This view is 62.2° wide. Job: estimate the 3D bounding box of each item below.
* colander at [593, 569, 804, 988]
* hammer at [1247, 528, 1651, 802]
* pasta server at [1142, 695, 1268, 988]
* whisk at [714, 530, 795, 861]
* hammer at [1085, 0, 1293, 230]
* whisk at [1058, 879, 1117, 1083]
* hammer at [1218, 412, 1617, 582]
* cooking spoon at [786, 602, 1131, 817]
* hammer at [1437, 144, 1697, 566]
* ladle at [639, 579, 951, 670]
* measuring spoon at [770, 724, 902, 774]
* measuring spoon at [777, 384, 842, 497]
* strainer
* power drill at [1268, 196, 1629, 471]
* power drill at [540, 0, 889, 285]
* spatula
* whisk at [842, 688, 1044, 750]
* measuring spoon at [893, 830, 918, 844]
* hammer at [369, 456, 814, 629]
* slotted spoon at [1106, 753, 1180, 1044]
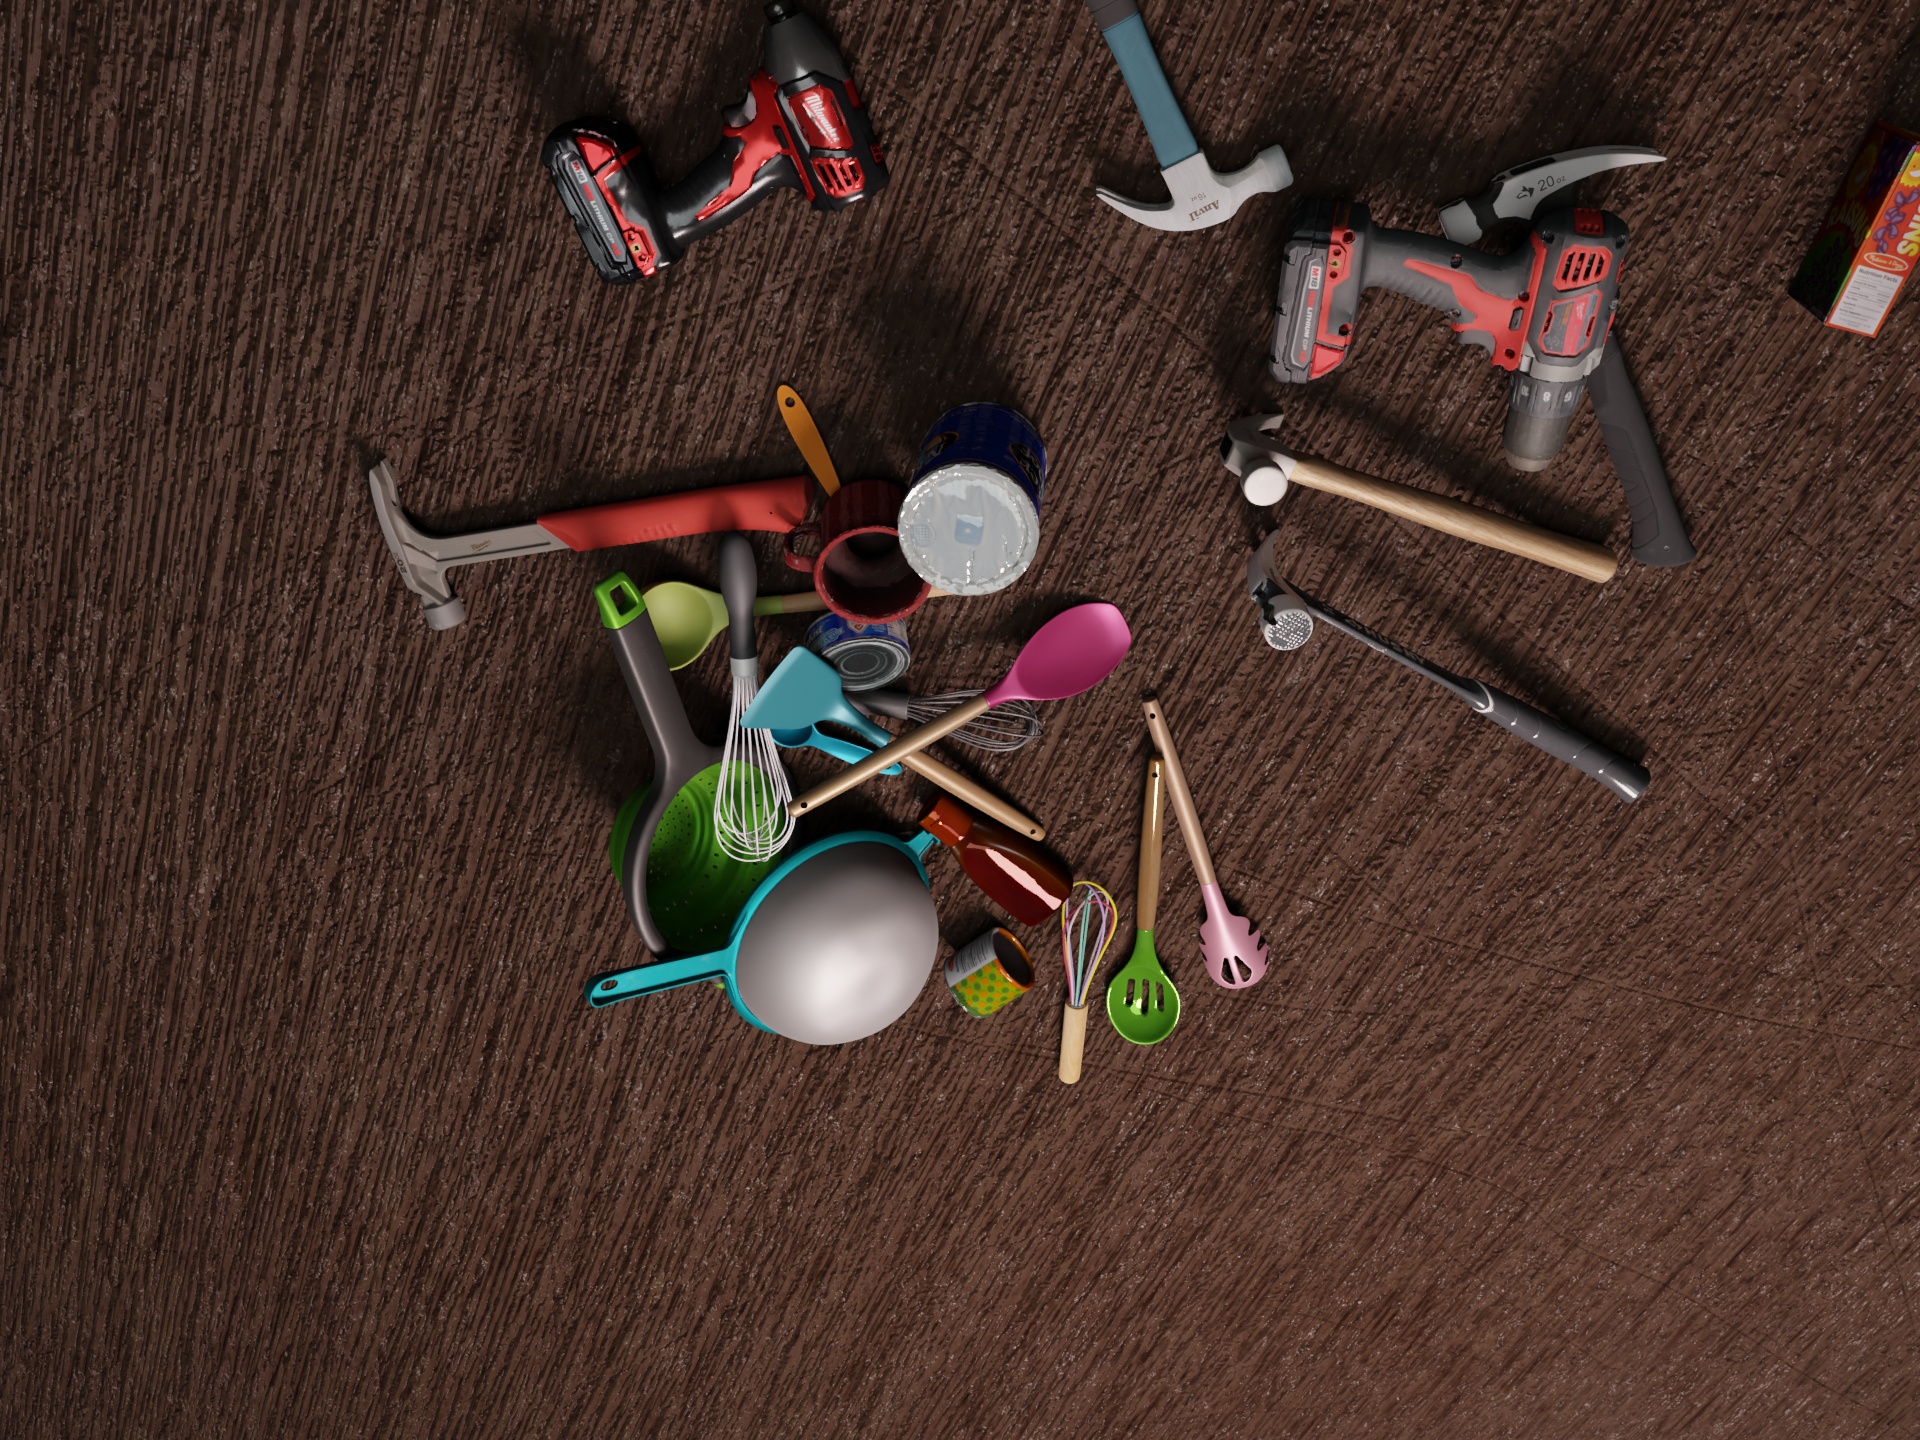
[{"bbox_3d":[-0.255,0.044,1.346,0.094,0.204,0.396,13,132,36],"label":"colander"},{"bbox_3d":[0.393,-0.030,1.266,0.408,0.149,0.036,25,120,-19],"label":"hammer"},{"bbox_3d":[0.212,0.115,1.410,0.060,0.040,0.316,-15,113,14],"label":"pasta server"},{"bbox_3d":[-0.173,-0.015,1.299,0.070,0.070,0.284,1,110,6],"label":"whisk"},{"bbox_3d":[0.103,-0.487,1.074,0.128,0.033,0.330,-23,114,17],"label":"hammer"},{"bbox_3d":[0.113,0.249,1.487,0.047,0.051,0.244,2,123,-1],"label":"whisk"},{"bbox_3d":[0.347,-0.162,1.199,0.331,0.130,0.031,14,121,-15],"label":"hammer"},{"bbox_3d":[-0.002,-0.004,1.308,0.319,0.017,0.068,-30,108,-4],"label":"cooking spoon"},{"bbox_3d":[0.478,-0.256,1.163,0.146,0.035,0.334,-23,115,18],"label":"hammer"},{"bbox_3d":[-0.121,-0.094,1.310,0.320,0.062,0.078,-6,119,7],"label":"ladle"},{"bbox_3d":[-0.109,0.017,1.397,0.128,0.021,0.042,22,125,-17],"label":"measuring spoon"},{"bbox_3d":[-0.115,-0.215,1.267,0.021,0.011,0.116,-22,111,14],"label":"measuring spoon"},{"bbox_3d":[-0.145,0.215,1.354,0.340,0.095,0.211,-8,120,-37],"label":"strainer"},{"bbox_3d":[0.337,-0.272,1.121,0.227,0.080,0.187,9,130,11],"label":"power drill"},{"bbox_3d":[-0.174,-0.408,1.127,0.219,0.079,0.143,-17,116,12],"label":"power drill"},{"bbox_3d":[-0.042,0.035,1.339,0.317,0.044,0.082,32,102,-29],"label":"spatula"},{"bbox_3d":[-0.047,-0.010,1.355,0.239,0.055,0.055,8,120,6],"label":"whisk"},{"bbox_3d":[-0.093,0.128,1.459,0.124,0.018,0.034,-27,112,12],"label":"measuring spoon"},{"bbox_3d":[-0.296,-0.167,1.298,0.359,0.037,0.149,-7,118,11],"label":"hammer"},{"bbox_3d":[0.170,0.164,1.431,0.070,0.031,0.313,7,122,13],"label":"slotted spoon"}]
